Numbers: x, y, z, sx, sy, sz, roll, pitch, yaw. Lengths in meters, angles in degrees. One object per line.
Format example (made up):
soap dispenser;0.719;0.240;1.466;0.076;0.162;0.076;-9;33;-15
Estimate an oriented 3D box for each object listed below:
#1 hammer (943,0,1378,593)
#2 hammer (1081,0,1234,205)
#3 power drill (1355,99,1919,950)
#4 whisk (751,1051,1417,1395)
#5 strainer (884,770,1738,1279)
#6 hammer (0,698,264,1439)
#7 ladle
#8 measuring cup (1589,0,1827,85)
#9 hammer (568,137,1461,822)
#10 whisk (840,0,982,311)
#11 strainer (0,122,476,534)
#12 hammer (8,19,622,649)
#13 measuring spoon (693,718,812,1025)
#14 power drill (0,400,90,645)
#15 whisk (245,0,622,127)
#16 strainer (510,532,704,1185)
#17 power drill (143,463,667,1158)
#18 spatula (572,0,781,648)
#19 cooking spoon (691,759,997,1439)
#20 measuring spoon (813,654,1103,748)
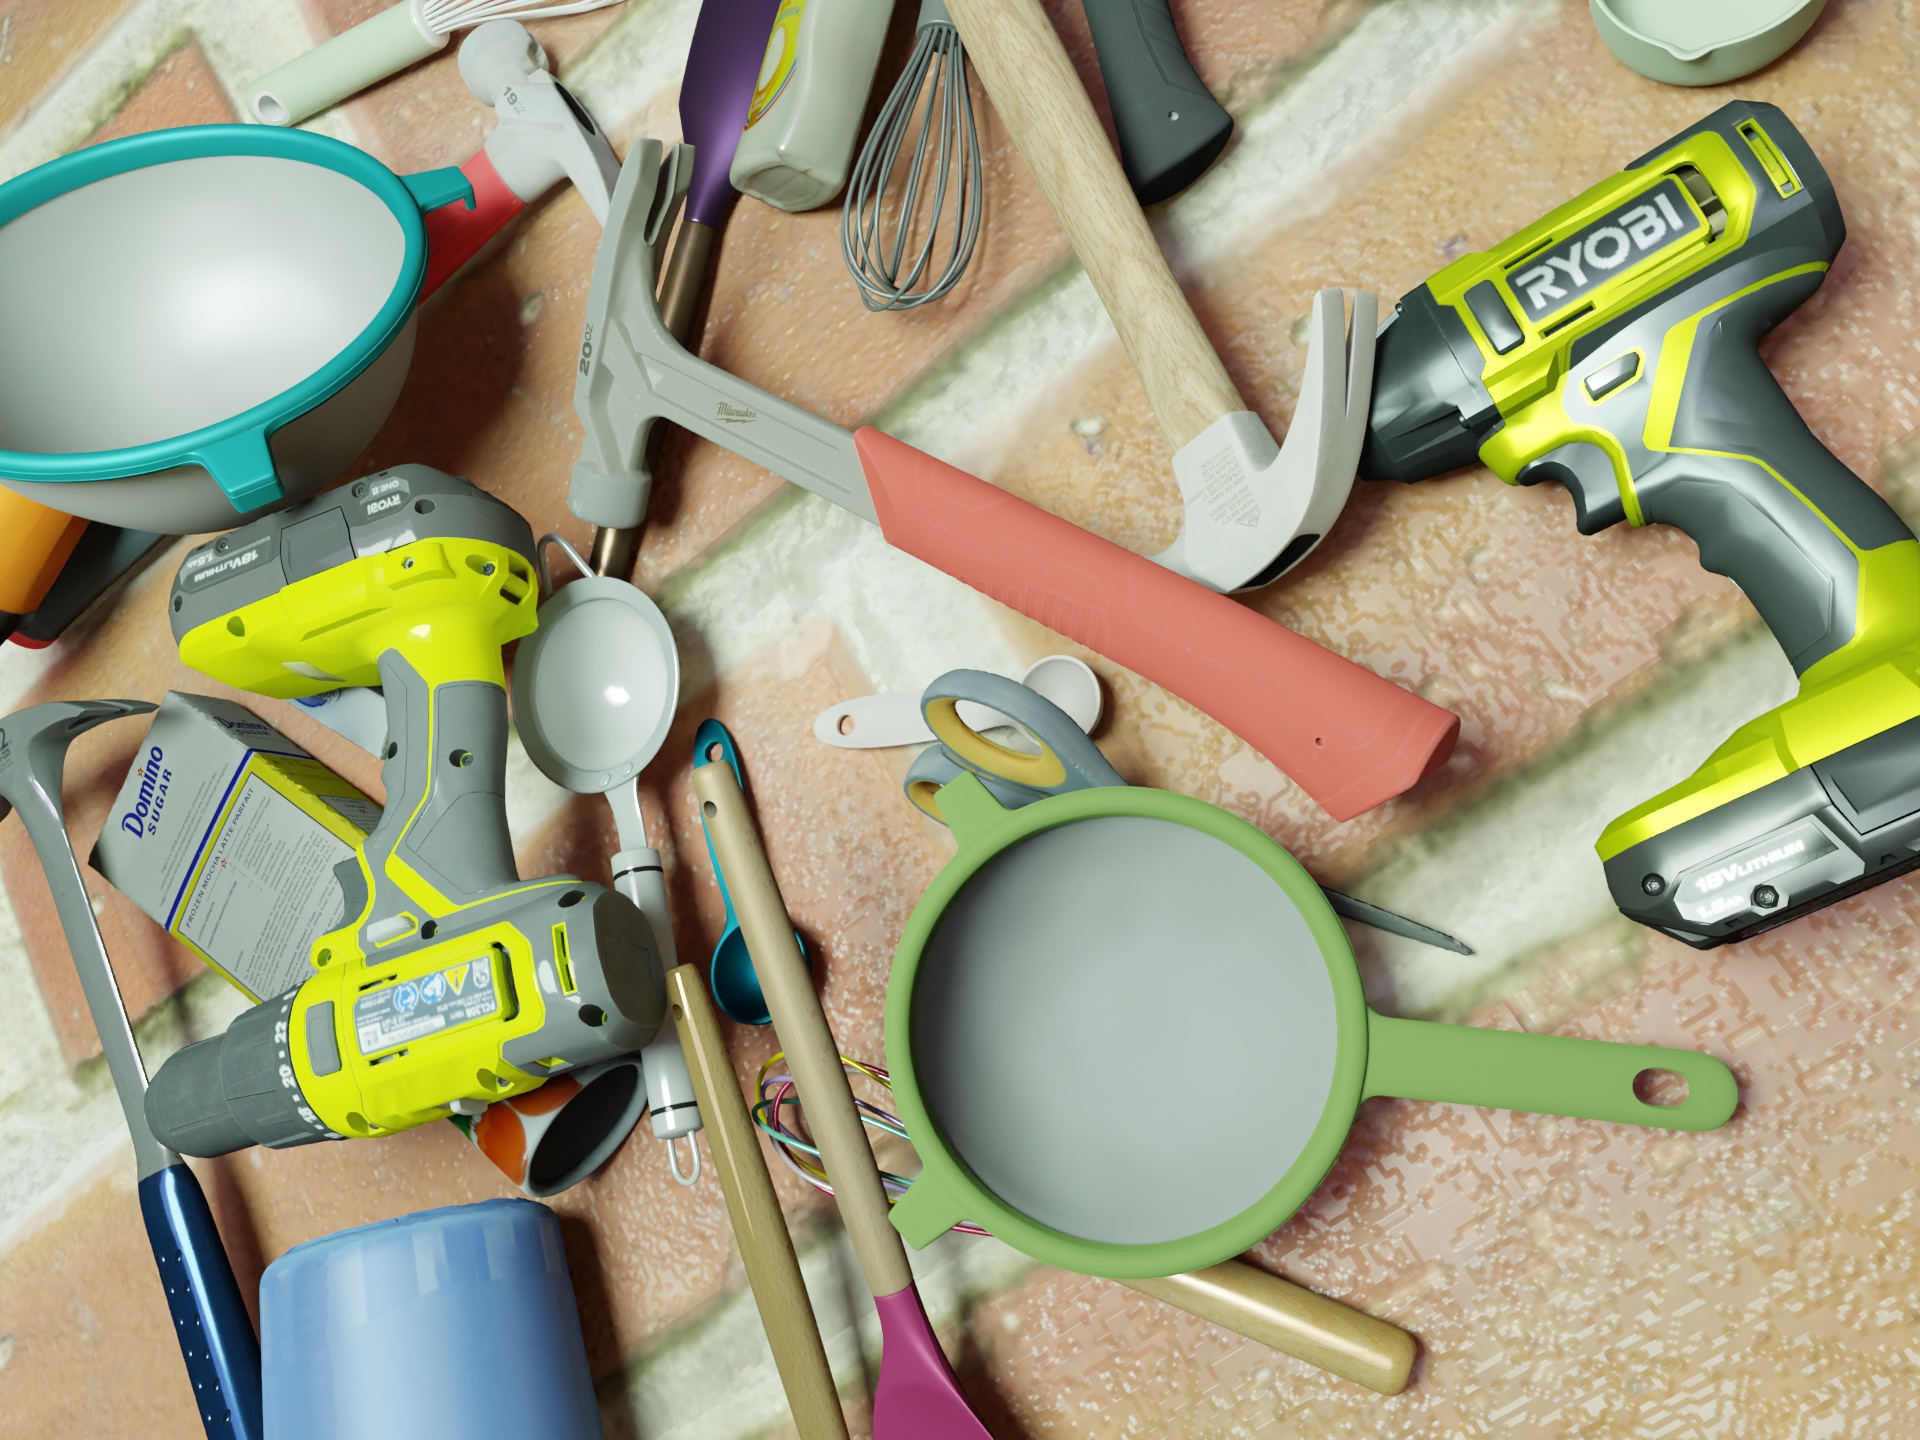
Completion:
hammer;0.040;-0.198;0.554;0.130;0.031;0.331;-36;73;44
hammer;0.035;-0.353;0.606;0.146;0.035;0.335;-13;80;-5
power drill;0.213;-0.052;0.480;0.171;0.080;0.223;-30;68;21
whisk;0.032;0.167;0.540;0.245;0.051;0.047;17;83;22
strainer;0.106;0.103;0.514;0.256;0.069;0.151;5;83;9
hammer;-0.338;0.180;0.672;0.144;0.035;0.406;-29;78;28
ladle;-0.051;0.236;0.545;0.069;0.031;0.315;-22;83;39
measuring cup;0.204;-0.252;0.535;0.168;0.038;0.083;12;87;26
hammer;0.003;-0.075;0.546;0.359;0.036;0.149;29;116;25
whisk;-0.005;-0.271;0.623;0.055;0.055;0.239;5;80;24
strainer;-0.375;-0.155;0.662;0.340;0.095;0.211;8;54;10
hammer;-0.311;-0.145;0.740;0.386;0.038;0.143;-37;71;14
measuring spoon;-0.083;0.058;0.624;0.042;0.021;0.129;-24;64;18
power drill;-0.499;-0.108;0.764;0.227;0.084;0.164;27;87;36
whisk;-0.240;-0.328;0.738;0.246;0.057;0.059;-13;42;24
strainer;-0.126;0.049;0.617;0.087;0.050;0.259;-22;70;26
power drill;-0.221;0.039;0.587;0.190;0.080;0.229;-19;71;10
spatula;-0.115;-0.183;0.671;0.060;0.018;0.316;15;87;12
cooking spoon;-0.030;0.164;0.530;0.069;0.017;0.319;-16;95;37
measuring spoon;-0.001;-0.002;0.599;0.124;0.018;0.034;-6;80;29
